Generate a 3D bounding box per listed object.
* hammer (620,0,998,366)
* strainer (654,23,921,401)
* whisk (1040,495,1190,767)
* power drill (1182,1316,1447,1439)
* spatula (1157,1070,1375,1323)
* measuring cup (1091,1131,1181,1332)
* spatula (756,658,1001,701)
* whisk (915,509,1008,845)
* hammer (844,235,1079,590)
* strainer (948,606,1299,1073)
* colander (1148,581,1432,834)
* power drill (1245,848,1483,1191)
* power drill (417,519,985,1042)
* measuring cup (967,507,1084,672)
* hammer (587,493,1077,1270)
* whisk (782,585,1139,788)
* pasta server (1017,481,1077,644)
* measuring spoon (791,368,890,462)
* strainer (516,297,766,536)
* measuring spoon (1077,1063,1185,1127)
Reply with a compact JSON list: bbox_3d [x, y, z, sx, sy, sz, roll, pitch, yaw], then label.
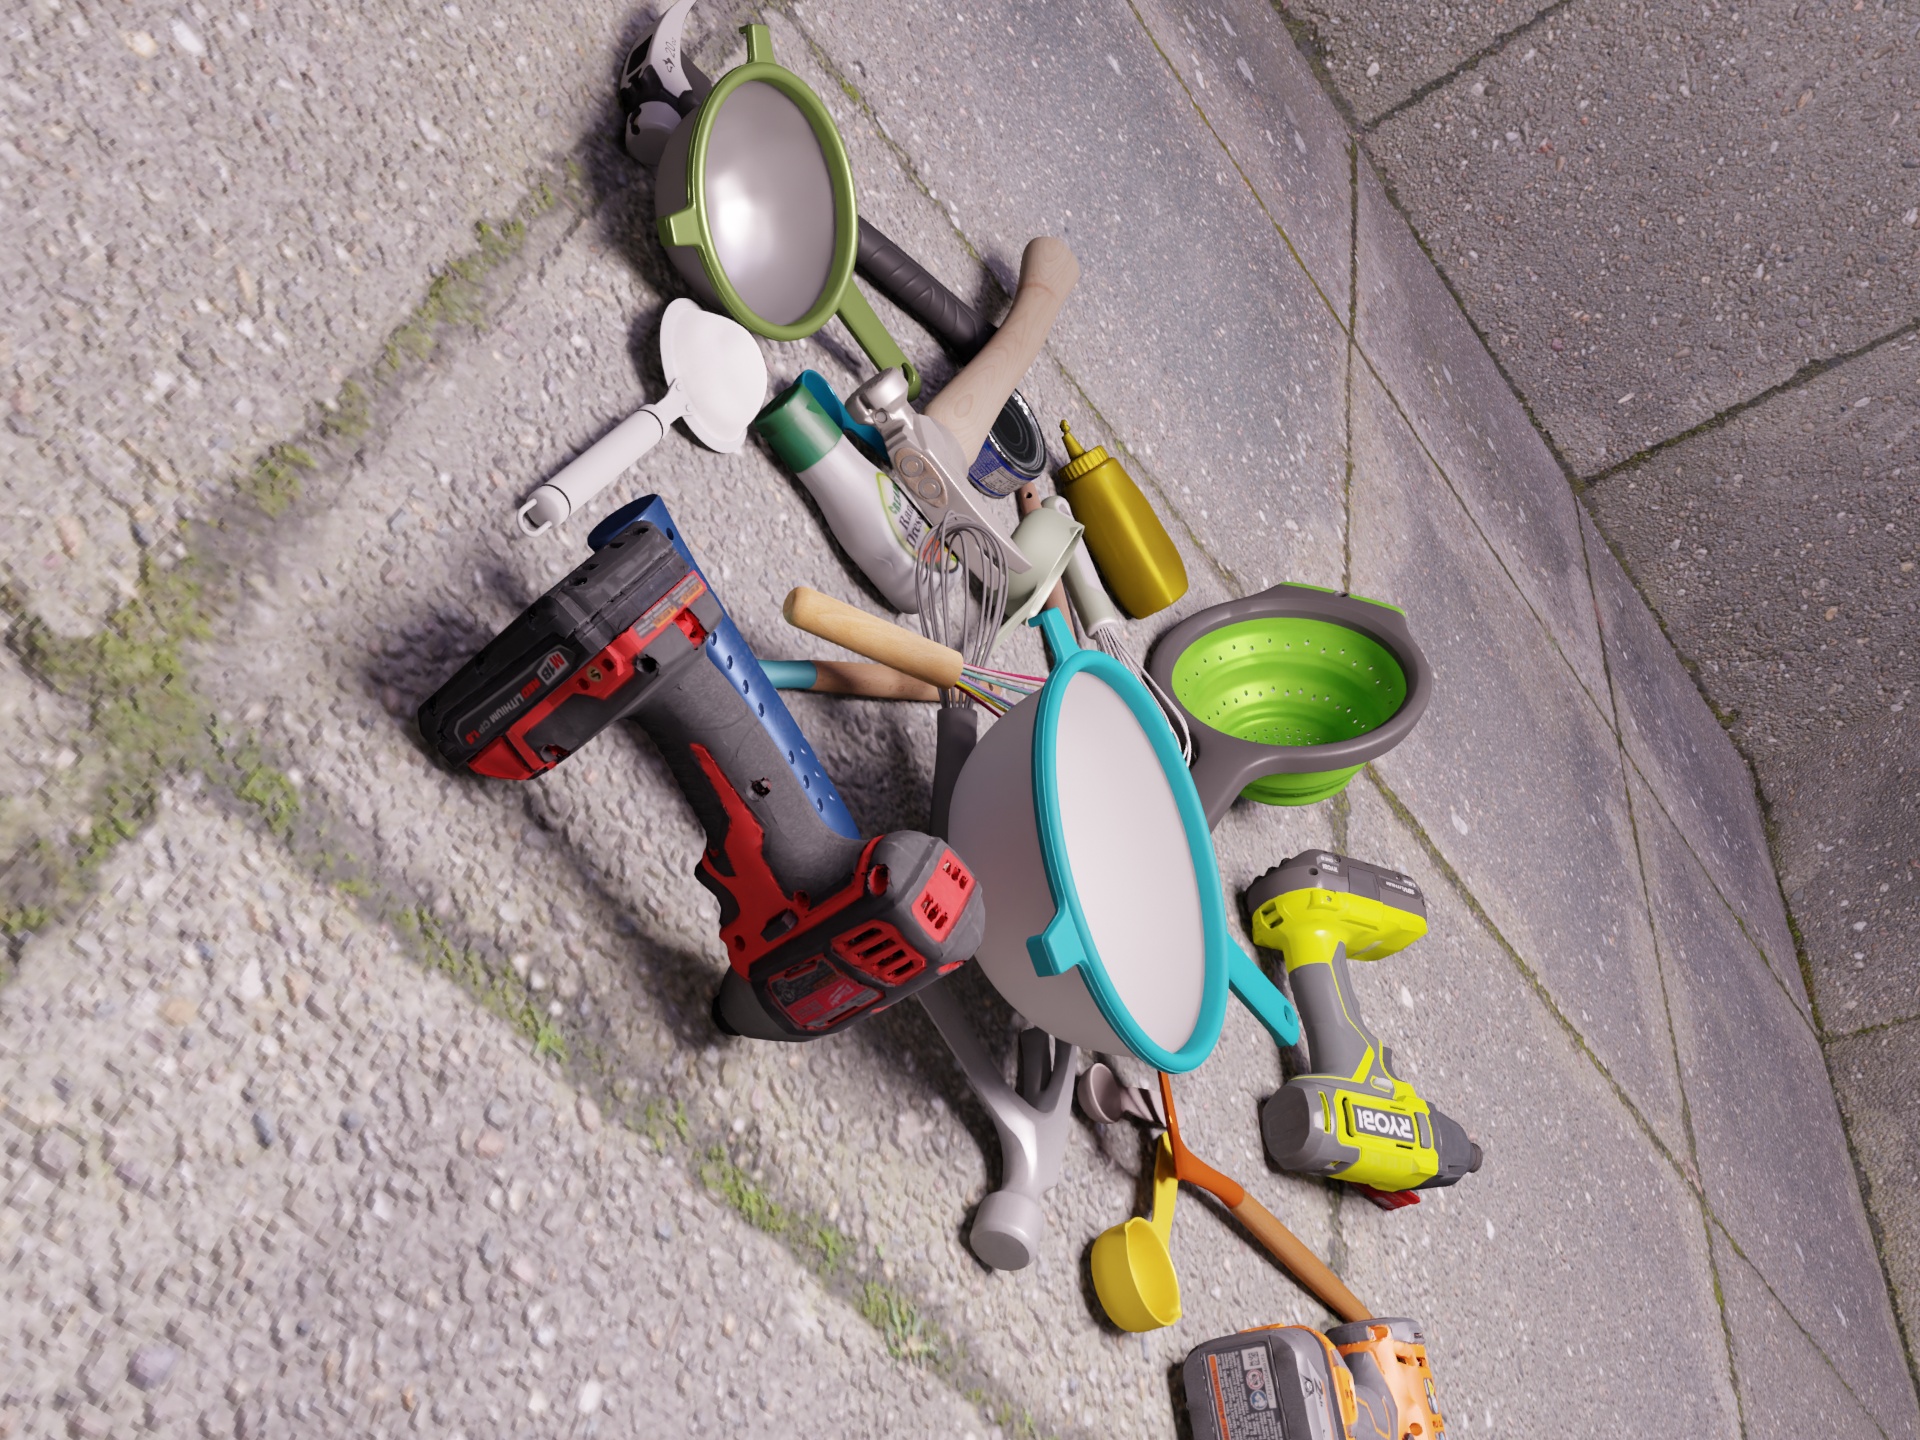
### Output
[{"bbox_3d":[-0.085,-0.337,1.054,0.334,0.035,0.146,30,45,-43],"label":"hammer"},{"bbox_3d":[-0.105,-0.271,0.953,0.256,0.069,0.151,46,56,-54],"label":"strainer"},{"bbox_3d":[0.102,-0.057,1.103,0.057,0.059,0.247,12,50,-47],"label":"whisk"},{"bbox_3d":[0.219,0.426,0.904,0.226,0.084,0.164,27,47,-49],"label":"power drill"},{"bbox_3d":[0.187,0.299,0.972,0.322,0.041,0.081,47,22,-31],"label":"spatula"},{"bbox_3d":[0.102,0.282,0.896,0.062,0.029,0.156,59,20,-10],"label":"measuring cup"},{"bbox_3d":[-0.058,-0.025,0.857,0.317,0.044,0.082,3,70,-57],"label":"spatula"},{"bbox_3d":[-0.002,-0.003,0.886,0.055,0.055,0.239,16,71,-51],"label":"whisk"},{"bbox_3d":[0.035,-0.240,1.090,0.146,0.038,0.411,52,32,-18],"label":"hammer"},{"bbox_3d":[0.084,0.109,0.843,0.340,0.095,0.211,46,36,-46],"label":"strainer"},{"bbox_3d":[0.202,0.043,1.142,0.397,0.205,0.094,-47,143,-41],"label":"colander"},{"bbox_3d":[0.284,0.216,1.123,0.171,0.080,0.223,17,53,-26],"label":"power drill"},{"bbox_3d":[-0.106,0.041,0.657,0.219,0.143,0.079,49,35,-11],"label":"power drill"},{"bbox_3d":[0.027,-0.080,1.006,0.038,0.083,0.168,32,41,7],"label":"measuring cup"},{"bbox_3d":[-0.048,0.071,0.757,0.405,0.035,0.144,60,30,-23],"label":"hammer"},{"bbox_3d":[0.014,-0.016,0.846,0.244,0.051,0.047,22,78,-30],"label":"whisk"},{"bbox_3d":[0.074,-0.035,1.065,0.040,0.060,0.316,77,1,-62],"label":"pasta server"},{"bbox_3d":[-0.068,-0.176,0.985,0.128,0.021,0.042,25,46,-58],"label":"measuring spoon"},{"bbox_3d":[-0.154,-0.155,0.818,0.086,0.050,0.258,66,32,-25],"label":"strainer"},{"bbox_3d":[0.101,0.228,0.939,0.124,0.018,0.034,31,42,-51],"label":"measuring spoon"}]
